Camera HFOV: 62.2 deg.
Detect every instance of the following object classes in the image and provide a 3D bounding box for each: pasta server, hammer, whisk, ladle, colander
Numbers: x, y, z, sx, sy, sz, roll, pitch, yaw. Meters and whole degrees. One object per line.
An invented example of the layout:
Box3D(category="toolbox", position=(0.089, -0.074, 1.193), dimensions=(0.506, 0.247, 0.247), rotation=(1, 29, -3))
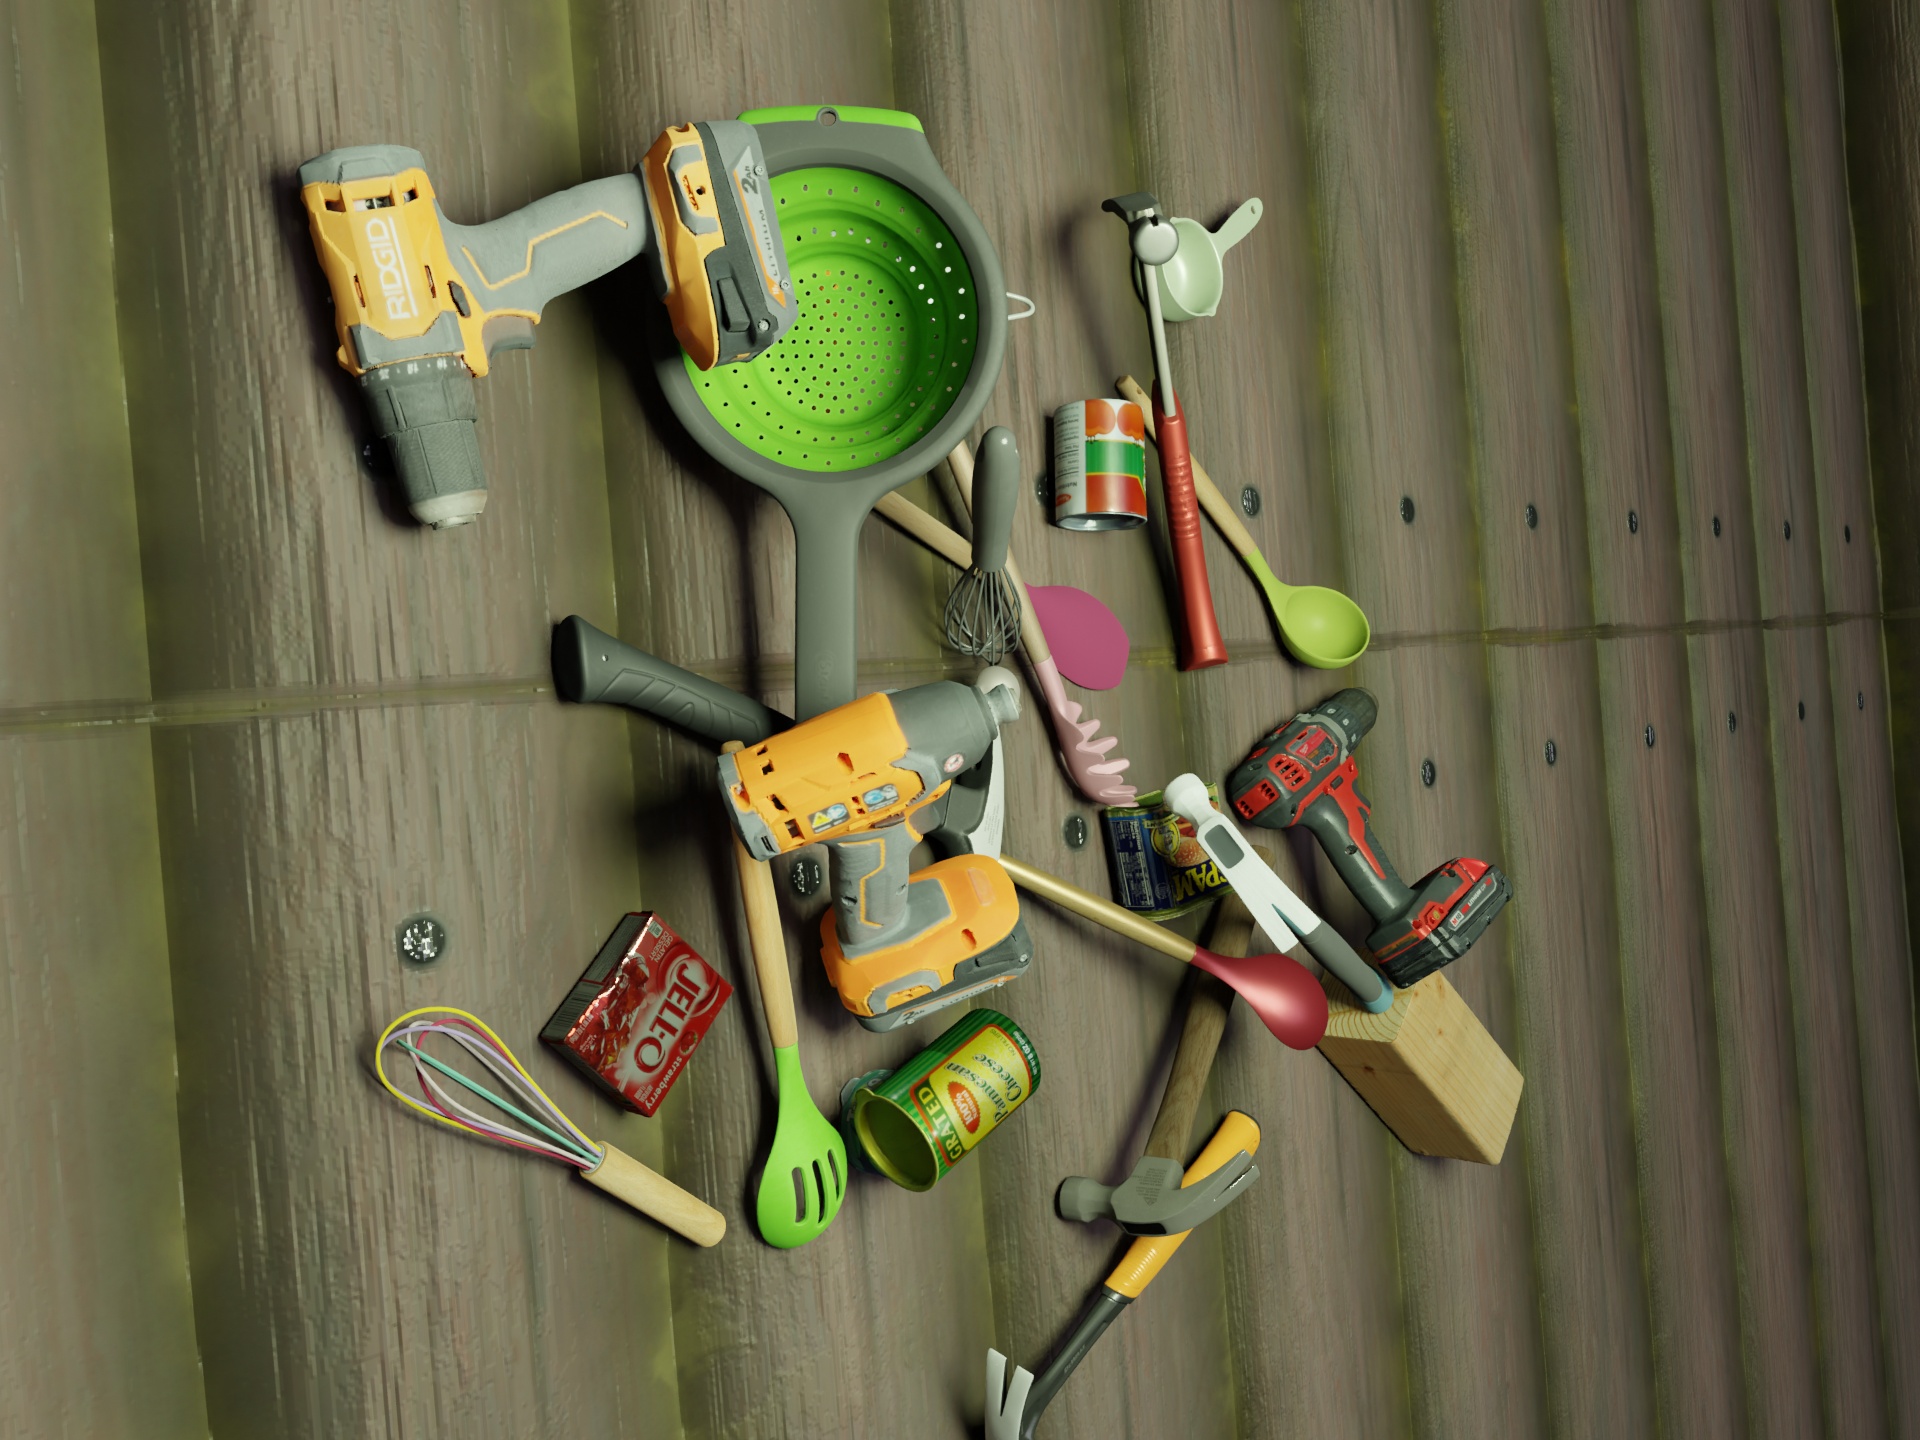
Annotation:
Box3D(category="pasta server", position=(0.053, -0.069, 1.096), dimensions=(0.060, 0.040, 0.316), rotation=(-86, 155, -63))
Box3D(category="hammer", position=(0.183, 0.227, 1.181), dimensions=(0.031, 0.130, 0.331), rotation=(58, 43, -36))
Box3D(category="hammer", position=(-0.097, 0.011, 0.964), dimensions=(0.334, 0.035, 0.146), rotation=(26, 65, -38))
Box3D(category="whisk", position=(0.019, -0.105, 0.991), dimensions=(0.238, 0.055, 0.055), rotation=(94, 21, -61))
Box3D(category="ladle", position=(0.140, 0.153, 1.123), dimensions=(0.315, 0.031, 0.069), rotation=(26, 52, -17))
Box3D(category="whisk", position=(-0.207, 0.221, 0.843), dimensions=(0.244, 0.051, 0.047), rotation=(46, 52, -35))
Box3D(category="hammer", position=(0.257, 0.152, 1.189), dimensions=(0.033, 0.128, 0.330), rotation=(-41, 139, 8))
Box3D(category="colander", position=(-0.077, -0.148, 0.942), dimensions=(0.204, 0.094, 0.397), rotation=(1, 94, -1))
Box3D(category="ladle", position=(0.228, -0.158, 1.279), dimensions=(0.319, 0.062, 0.078), rotation=(47, 50, -28))
Box3D(category="hammer", position=(0.156, -0.205, 1.181), dimensions=(0.149, 0.036, 0.358), rotation=(-98, 176, -64))
Box3D(category="hammer", position=(0.125, 0.386, 1.134), dimensions=(0.337, 0.034, 0.127), rotation=(-37, 136, -42))

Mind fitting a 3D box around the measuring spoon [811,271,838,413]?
Box3D(category="measuring spoon", position=(-0.084, -0.239, 1.014), dimensions=(0.021, 0.011, 0.117), rotation=(10, 80, -43))

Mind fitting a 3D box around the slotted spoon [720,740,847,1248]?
Box3D(category="slotted spoon", position=(-0.108, 0.165, 0.927), dimensions=(0.070, 0.031, 0.313), rotation=(-19, 106, -44))

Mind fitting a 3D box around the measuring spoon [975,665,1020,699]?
Box3D(category="measuring spoon", position=(-0.002, -0.003, 1.020), dimensions=(0.124, 0.018, 0.034), rotation=(-29, 103, -41))

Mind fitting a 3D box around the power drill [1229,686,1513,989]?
Box3D(category="power drill", position=(0.343, 0.084, 1.309), dimensions=(0.227, 0.080, 0.188), rotation=(49, 49, 7))

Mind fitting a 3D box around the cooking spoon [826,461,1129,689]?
Box3D(category="cooking spoon", position=(0.019, -0.103, 1.099), dimensions=(0.318, 0.017, 0.069), rotation=(30, 68, -39))

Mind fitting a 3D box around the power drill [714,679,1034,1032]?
Box3D(category="power drill", position=(-0.027, 0.072, 0.901), dimensions=(0.164, 0.084, 0.226), rotation=(-22, 137, -3))

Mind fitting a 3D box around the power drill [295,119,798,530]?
Box3D(category="power drill", position=(-0.203, -0.207, 0.816), dimensions=(0.226, 0.084, 0.185), rotation=(-15, 97, -19))

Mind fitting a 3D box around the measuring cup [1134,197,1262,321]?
Box3D(category="measuring cup", position=(0.193, -0.377, 1.273), dimensions=(0.168, 0.038, 0.083), rotation=(-48, 118, -37))

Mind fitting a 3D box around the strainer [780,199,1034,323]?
Box3D(category="strainer", position=(-0.061, -0.297, 1.017), dimensions=(0.258, 0.050, 0.087), rotation=(15, 54, -40))
